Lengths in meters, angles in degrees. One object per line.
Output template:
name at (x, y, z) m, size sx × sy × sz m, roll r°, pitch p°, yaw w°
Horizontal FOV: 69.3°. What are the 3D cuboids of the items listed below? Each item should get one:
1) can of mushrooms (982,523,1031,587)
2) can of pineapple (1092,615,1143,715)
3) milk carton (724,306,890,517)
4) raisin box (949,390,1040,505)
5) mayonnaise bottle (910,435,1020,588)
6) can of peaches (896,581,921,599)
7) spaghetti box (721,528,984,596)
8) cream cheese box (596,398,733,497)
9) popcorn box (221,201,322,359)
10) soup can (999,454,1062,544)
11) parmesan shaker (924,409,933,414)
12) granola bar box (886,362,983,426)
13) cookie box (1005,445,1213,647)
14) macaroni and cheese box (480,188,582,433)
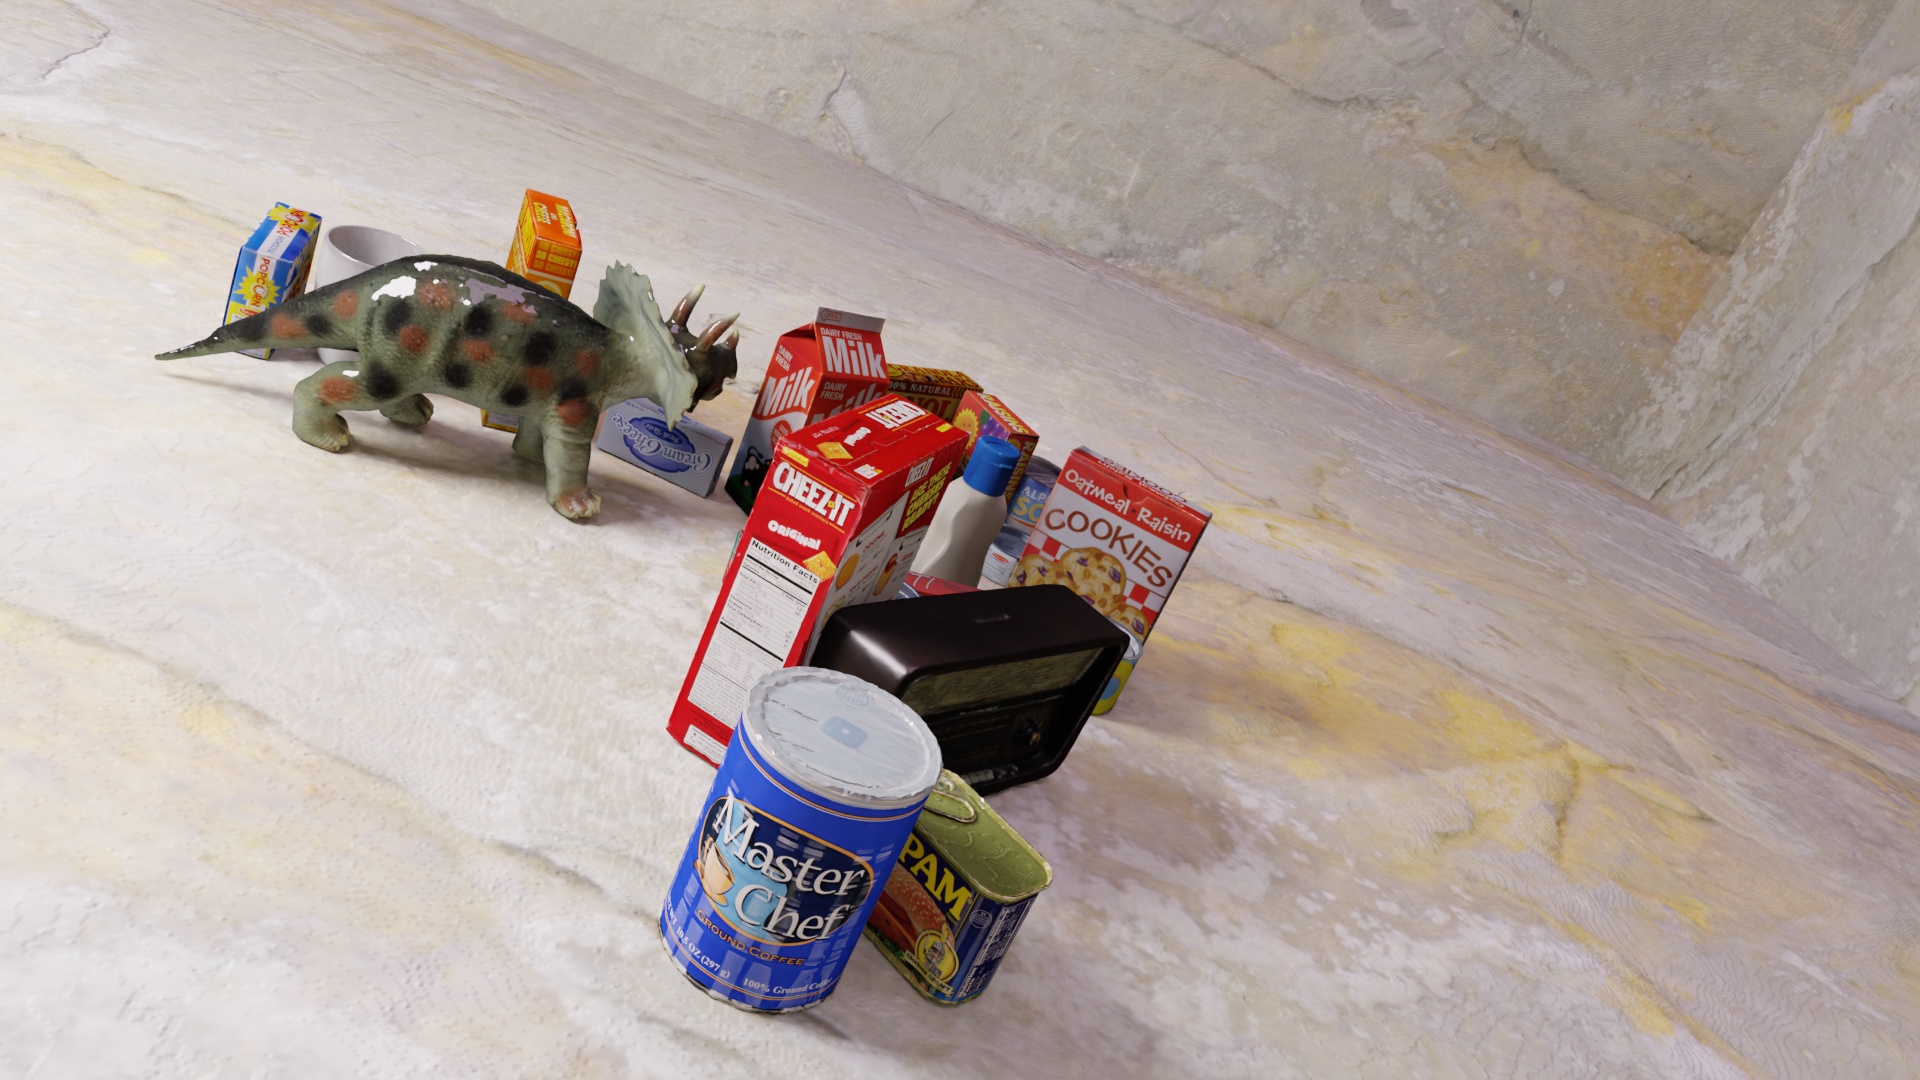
can of mushrooms at (0.046, 0.015, 1.267) m, size 0.071 × 0.033 × 0.071 m, roll 21°, pitch 23°, yaw -9°
can of pineapple at (0.102, 0.097, 1.109) m, size 0.071 × 0.057 × 0.071 m, roll 21°, pitch 22°, yaw -9°
milk carton at (-0.122, -0.103, 1.153) m, size 0.072 × 0.189 × 0.073 m, roll 2°, pitch 31°, yaw -43°
raisin box at (0.016, -0.066, 1.297) m, size 0.040 × 0.123 × 0.086 m, roll 7°, pitch 28°, yaw -37°
mayonnaise bottle at (0.004, -0.014, 1.139) m, size 0.065 × 0.147 × 0.041 m, roll 9°, pitch 27°, yaw -34°
can of peaches at (-0.069, 0.060, 1.019) m, size 0.071 × 0.057 × 0.071 m, roll 21°, pitch 22°, yaw -9°
spaghetti box at (-0.057, 0.047, 1.070) m, size 0.250 × 0.050 × 0.029 m, roll 15°, pitch 24°, yaw -21°
cream cheese box at (-0.247, -0.082, 1.159) m, size 0.104 × 0.053 × 0.024 m, roll 25°, pitch 22°, yaw 1°
popcorn box at (-0.543, -0.207, 1.096) m, size 0.038 × 0.085 × 0.127 m, roll 16°, pitch 24°, yaw -21°
soup can at (0.062, -0.030, 1.316) m, size 0.071 × 0.083 × 0.071 m, roll 21°, pitch 22°, yaw -9°
parmesan shaker at (-0.057, -0.064, 1.245) m, size 0.071 × 0.102 × 0.071 m, roll 21°, pitch 22°, yaw -9°
granola bar box at (-0.070, -0.103, 1.291) m, size 0.166 × 0.123 × 0.039 m, roll 1°, pitch 32°, yaw -44°
cookie box at (0.114, 0.023, 1.142) m, size 0.123 × 0.166 × 0.040 m, roll 29°, pitch 22°, yaw 10°
macaroni and cheese box at (-0.355, -0.189, 1.139) m, size 0.040 × 0.165 × 0.124 m, roll 13°, pitch 25°, yaw -28°
